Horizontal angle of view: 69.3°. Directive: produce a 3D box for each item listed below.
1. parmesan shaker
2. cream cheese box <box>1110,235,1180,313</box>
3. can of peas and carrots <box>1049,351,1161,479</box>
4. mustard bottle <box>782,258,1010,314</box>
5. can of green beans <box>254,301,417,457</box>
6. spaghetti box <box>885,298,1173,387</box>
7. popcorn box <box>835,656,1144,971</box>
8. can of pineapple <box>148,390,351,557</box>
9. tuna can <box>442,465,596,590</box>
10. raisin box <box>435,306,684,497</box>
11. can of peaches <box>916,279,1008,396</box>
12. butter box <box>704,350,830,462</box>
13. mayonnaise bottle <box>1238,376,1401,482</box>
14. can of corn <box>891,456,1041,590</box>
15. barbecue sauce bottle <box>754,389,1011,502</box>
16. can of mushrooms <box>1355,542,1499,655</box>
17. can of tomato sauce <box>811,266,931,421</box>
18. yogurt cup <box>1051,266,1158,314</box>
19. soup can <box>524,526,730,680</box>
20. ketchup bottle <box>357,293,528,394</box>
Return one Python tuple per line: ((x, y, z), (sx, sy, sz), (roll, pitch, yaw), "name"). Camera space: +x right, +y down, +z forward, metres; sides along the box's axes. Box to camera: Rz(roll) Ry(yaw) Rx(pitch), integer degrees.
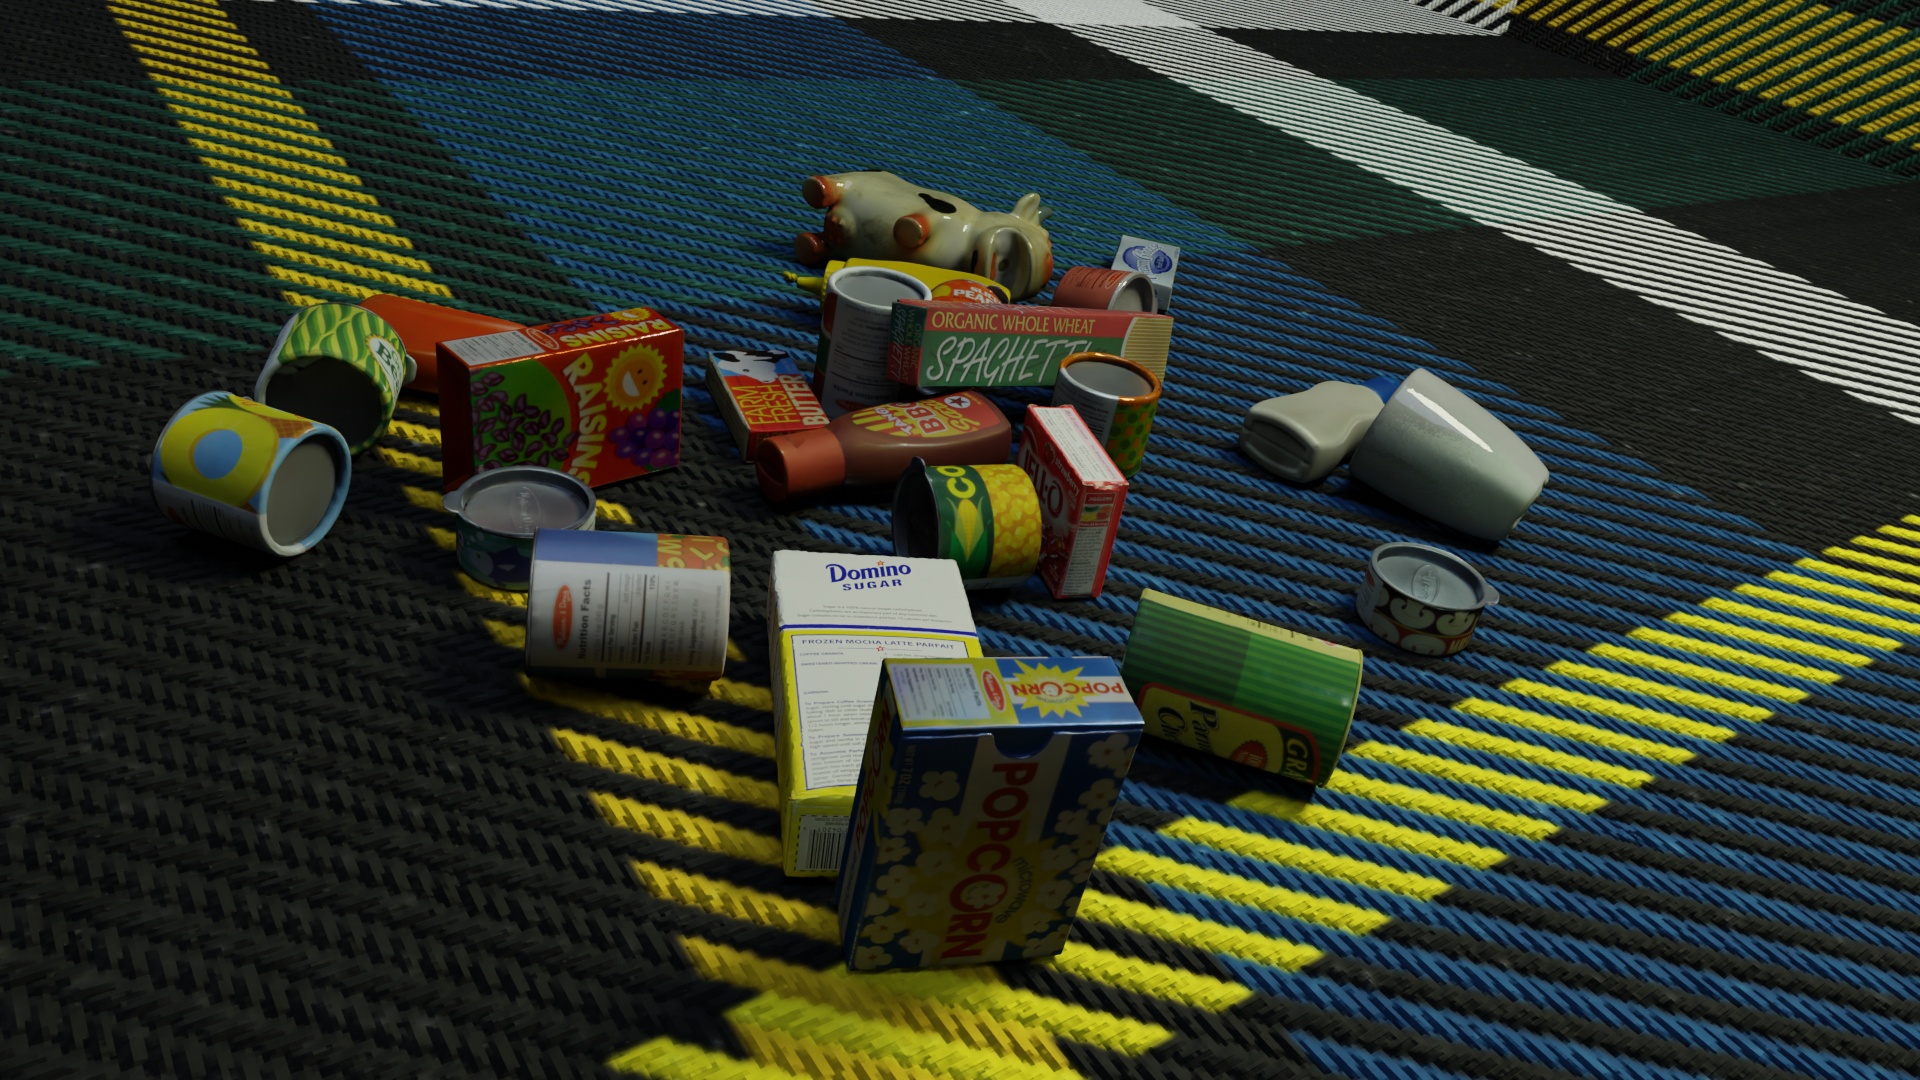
((0.126, 0.069, 0.646), (0.103, 0.071, 0.072), (16, 32, 9), "parmesan shaker")
((0.151, -0.222, 1.151), (0.053, 0.024, 0.104), (13, 31, 5), "cream cheese box")
((0.089, -0.079, 0.871), (0.071, 0.058, 0.071), (9, 32, -5), "can of peas and carrots")
((-0.047, -0.169, 0.980), (0.160, 0.048, 0.065), (11, 30, 0), "mustard bottle")
((-0.332, -0.084, 0.735), (0.071, 0.071, 0.058), (2, 33, -15), "can of green beans")
((0.052, -0.125, 0.895), (0.029, 0.050, 0.251), (19, 18, 41), "spaghetti box")
((0.006, 0.099, 0.497), (0.085, 0.126, 0.038), (1, 37, -16), "popcorn box")
((-0.330, -0.033, 0.651), (0.058, 0.070, 0.071), (17, 32, 8), "can of pineapple")
((-0.216, -0.007, 0.681), (0.071, 0.032, 0.071), (8, 32, -5), "tuna can")
((-0.209, -0.070, 0.733), (0.124, 0.085, 0.040), (-19, 38, -40), "raisin box")
((-0.003, -0.133, 0.917), (0.071, 0.071, 0.058), (17, 33, 8), "can of peaches")
((-0.117, -0.083, 0.842), (0.053, 0.024, 0.104), (-5, 35, -23), "butter box")
((0.254, -0.081, 0.946), (0.149, 0.041, 0.065), (-20, 45, -42), "mayonnaise bottle")
((0.003, -0.009, 0.720), (0.058, 0.070, 0.071), (-3, 34, -23), "can of corn")
((-0.045, -0.053, 0.800), (0.149, 0.043, 0.065), (-15, 37, -35), "barbecue sauce bottle")
((0.258, 0.033, 0.772), (0.071, 0.033, 0.071), (9, 31, -5), "can of mushrooms")
((-0.056, -0.121, 0.868), (0.071, 0.082, 0.071), (9, 31, -5), "can of tomato sauce")
((0.102, -0.168, 1.014), (0.054, 0.072, 0.073), (21, 32, 31), "yogurt cup")
((-0.148, 0.028, 0.618), (0.084, 0.071, 0.071), (3, 33, -15), "soup can")
((-0.276, -0.106, 0.808), (0.149, 0.043, 0.065), (12, 32, 0), "ketchup bottle")
